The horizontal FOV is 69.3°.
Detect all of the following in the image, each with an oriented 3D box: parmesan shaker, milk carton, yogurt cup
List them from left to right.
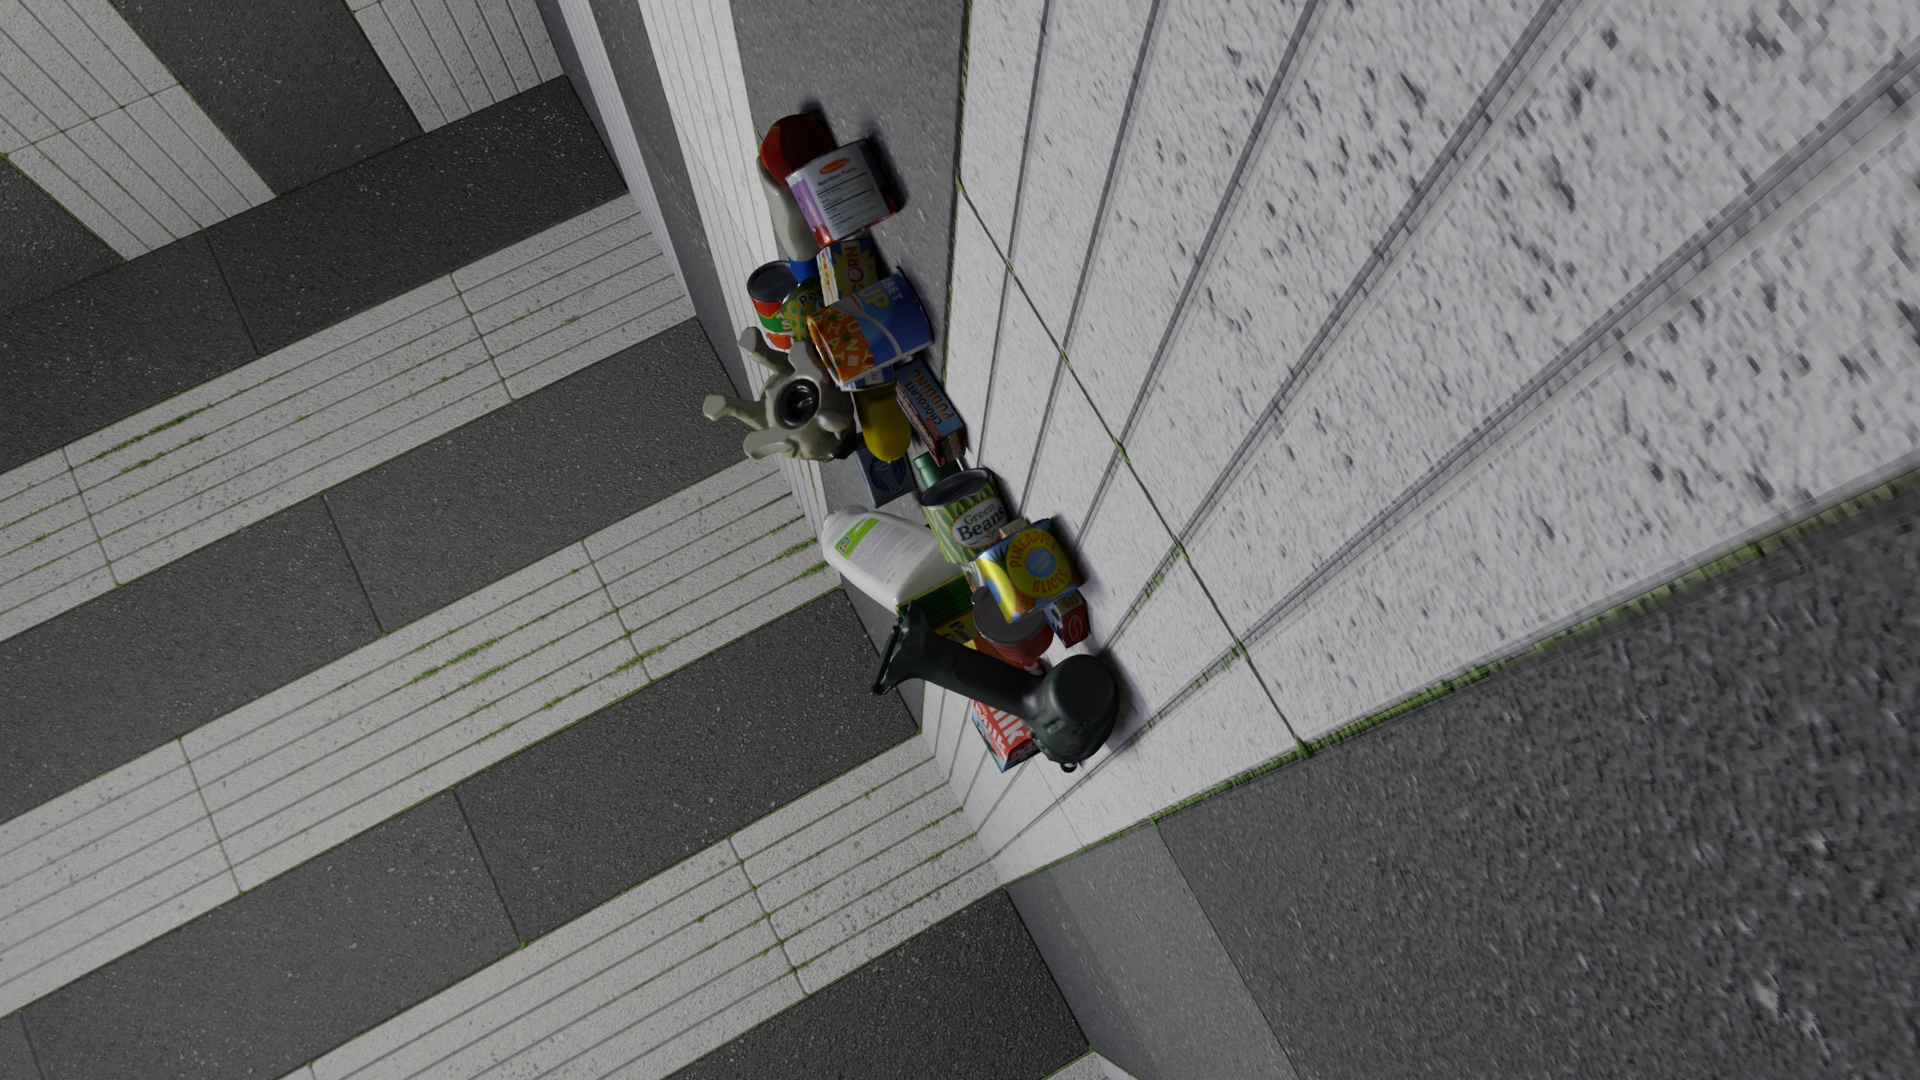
[{"bbox_3d":[-0.005,0.072,1.382,0.071,0.103,0.071,59,170,17],"label":"parmesan shaker"},{"bbox_3d":[0.050,0.070,1.208,0.072,0.072,0.053,56,177,33],"label":"yogurt cup"},{"bbox_3d":[0.060,0.177,1.415,0.072,0.073,0.190,60,170,16],"label":"milk carton"}]

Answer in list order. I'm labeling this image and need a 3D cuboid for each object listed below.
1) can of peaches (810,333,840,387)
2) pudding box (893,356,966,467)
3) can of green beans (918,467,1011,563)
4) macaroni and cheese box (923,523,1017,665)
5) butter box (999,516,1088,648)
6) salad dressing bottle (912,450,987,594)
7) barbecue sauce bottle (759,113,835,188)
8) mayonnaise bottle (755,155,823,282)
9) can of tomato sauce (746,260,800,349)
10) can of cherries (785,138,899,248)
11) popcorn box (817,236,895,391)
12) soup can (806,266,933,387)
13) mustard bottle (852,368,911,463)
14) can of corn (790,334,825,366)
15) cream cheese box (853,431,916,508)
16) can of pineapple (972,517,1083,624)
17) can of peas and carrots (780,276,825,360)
[{"bbox_3d":[-0.100,-0.181,1.287,0.058,0.071,0.071,64,171,0],"label":"can of peaches"},{"bbox_3d":[-0.027,-0.112,1.210,0.084,0.030,0.049,59,170,24],"label":"pudding box"},{"bbox_3d":[0.006,-0.021,1.176,0.057,0.071,0.071,66,170,-20],"label":"can of green beans"},{"bbox_3d":[0.000,0.068,1.541,0.167,0.040,0.123,48,162,56],"label":"macaroni and cheese box"},{"bbox_3d":[0.067,0.033,1.123,0.104,0.024,0.053,56,168,34],"label":"butter box"},{"bbox_3d":[0.005,-0.016,1.267,0.147,0.044,0.064,64,172,-5],"label":"salad dressing bottle"},{"bbox_3d":[-0.142,-0.329,1.184,0.064,0.044,0.149,66,171,-21],"label":"barbecue sauce bottle"},{"bbox_3d":[-0.159,-0.309,1.347,0.065,0.041,0.147,59,171,28],"label":"mayonnaise bottle"},{"bbox_3d":[-0.204,-0.272,1.617,0.071,0.071,0.082,56,169,34],"label":"can of tomato sauce"},{"bbox_3d":[-0.086,-0.254,1.022,0.058,0.071,0.071,63,171,-11],"label":"can of cherries"},{"bbox_3d":[-0.091,-0.194,1.206,0.085,0.038,0.126,-160,59,-77],"label":"popcorn box"},{"bbox_3d":[-0.075,-0.174,1.131,0.071,0.084,0.071,60,170,18],"label":"soup can"},{"bbox_3d":[-0.076,-0.120,1.396,0.159,0.049,0.065,83,163,-66],"label":"mustard bottle"},{"bbox_3d":[-0.142,-0.201,1.499,0.071,0.058,0.071,60,171,17],"label":"can of corn"},{"bbox_3d":[-0.085,-0.084,1.537,0.024,0.053,0.103,58,170,38],"label":"cream cheese box"},{"bbox_3d":[0.052,0.023,1.049,0.058,0.071,0.071,61,170,7],"label":"can of pineapple"},{"bbox_3d":[-0.137,-0.223,1.389,0.059,0.071,0.070,59,170,15],"label":"can of peas and carrots"}]
